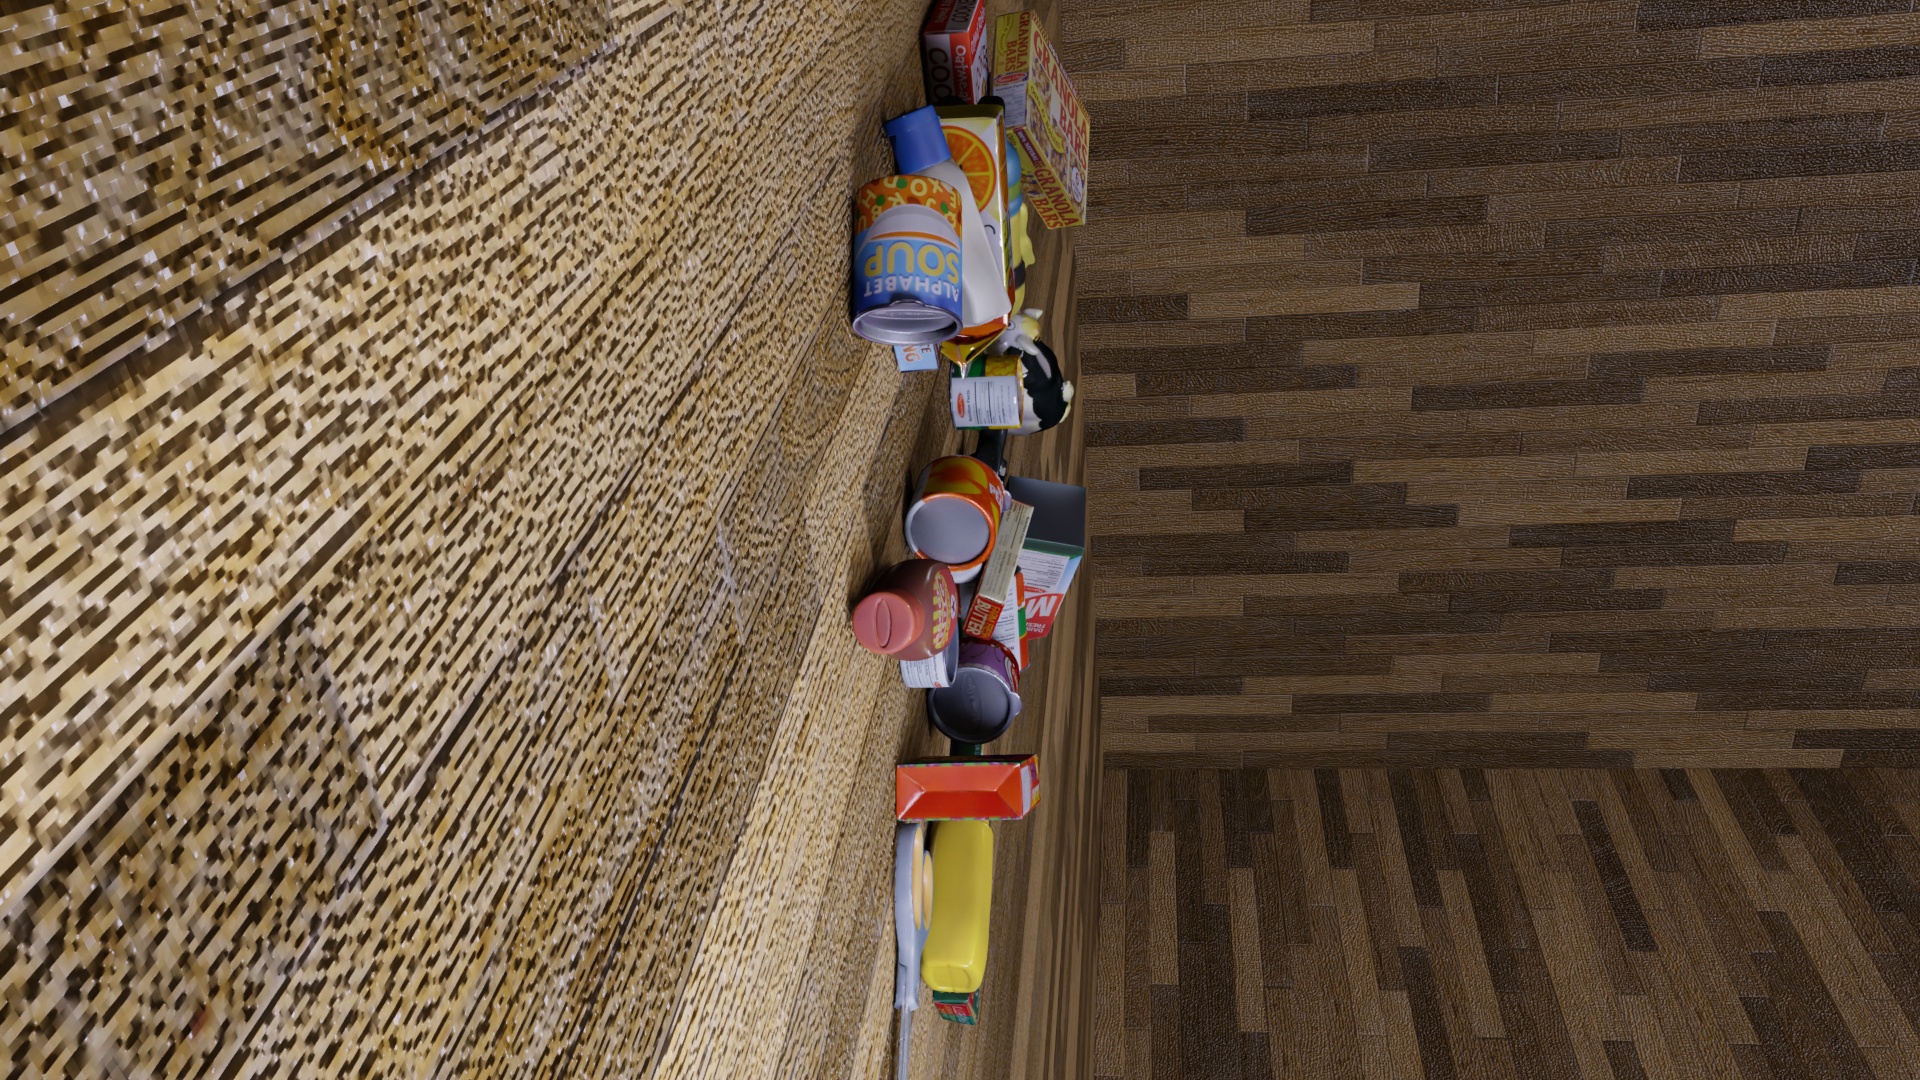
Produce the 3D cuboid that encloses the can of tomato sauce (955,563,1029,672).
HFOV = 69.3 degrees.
[{"bbox_3d":[0.022,0.064,1.154,0.071,0.071,0.083,-62,149,-74],"label":"can of tomato sauce"}]

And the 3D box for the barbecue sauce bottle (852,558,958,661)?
[{"bbox_3d":[-0.033,0.045,0.856,0.148,0.044,0.065,-7,97,-81],"label":"barbecue sauce bottle"}]

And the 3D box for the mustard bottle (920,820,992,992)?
[{"bbox_3d":[-0.002,0.246,1.018,0.065,0.049,0.161,83,9,-47],"label":"mustard bottle"}]

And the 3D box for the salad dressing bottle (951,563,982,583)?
[{"bbox_3d":[0.004,-0.014,1.119,0.148,0.044,0.064,-71,164,-68],"label":"salad dressing bottle"}]

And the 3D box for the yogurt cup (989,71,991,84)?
[{"bbox_3d":[0.029,-0.401,1.303,0.053,0.072,0.073,66,22,-49],"label":"yogurt cup"}]

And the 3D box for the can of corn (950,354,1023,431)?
[{"bbox_3d":[0.025,-0.132,1.231,0.071,0.058,0.071,-4,92,-82],"label":"can of corn"}]

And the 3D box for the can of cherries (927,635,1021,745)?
[{"bbox_3d":[0.014,0.115,1.069,0.058,0.071,0.071,-71,158,-68],"label":"can of cherries"}]

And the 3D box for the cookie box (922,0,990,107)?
[{"bbox_3d":[0.001,-0.368,1.183,0.123,0.040,0.166,-80,167,-53],"label":"cookie box"}]

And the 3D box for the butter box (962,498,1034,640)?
[{"bbox_3d":[0.030,0.022,1.085,0.052,0.024,0.104,111,-2,-52],"label":"butter box"}]

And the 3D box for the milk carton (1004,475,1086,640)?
[{"bbox_3d":[0.060,0.028,1.302,0.189,0.073,0.073,107,-10,-52],"label":"milk carton"}]

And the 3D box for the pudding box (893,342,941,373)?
[{"bbox_3d":[-0.033,-0.161,0.946,0.083,0.030,0.050,79,12,-49],"label":"pudding box"}]

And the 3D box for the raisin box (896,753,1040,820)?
[{"bbox_3d":[0.008,0.172,0.972,0.123,0.086,0.040,33,54,-80],"label":"raisin box"}]

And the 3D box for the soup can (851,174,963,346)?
[{"bbox_3d":[-0.031,-0.167,0.828,0.071,0.071,0.084,55,34,-75],"label":"soup can"}]

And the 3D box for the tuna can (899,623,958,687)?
[{"bbox_3d":[-0.022,0.067,0.968,0.071,0.033,0.071,-4,92,-82],"label":"tuna can"}]

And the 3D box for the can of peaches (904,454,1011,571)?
[{"bbox_3d":[-0.002,-0.019,0.991,0.058,0.071,0.071,-75,162,-59],"label":"can of peaches"}]

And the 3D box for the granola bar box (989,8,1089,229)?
[{"bbox_3d":[0.074,-0.380,1.267,0.165,0.039,0.124,40,50,-61],"label":"granola bar box"}]

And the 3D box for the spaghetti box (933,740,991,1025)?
[{"bbox_3d":[0.004,0.257,1.120,0.050,0.029,0.251,77,14,-54],"label":"spaghetti box"}]

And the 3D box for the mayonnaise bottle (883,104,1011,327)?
[{"bbox_3d":[-0.011,-0.222,0.955,0.065,0.041,0.147,25,-42,67],"label":"mayonnaise bottle"}]

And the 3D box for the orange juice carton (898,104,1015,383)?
[{"bbox_3d":[0.000,-0.219,1.029,0.072,0.073,0.191,-76,163,-65],"label":"orange juice carton"}]
